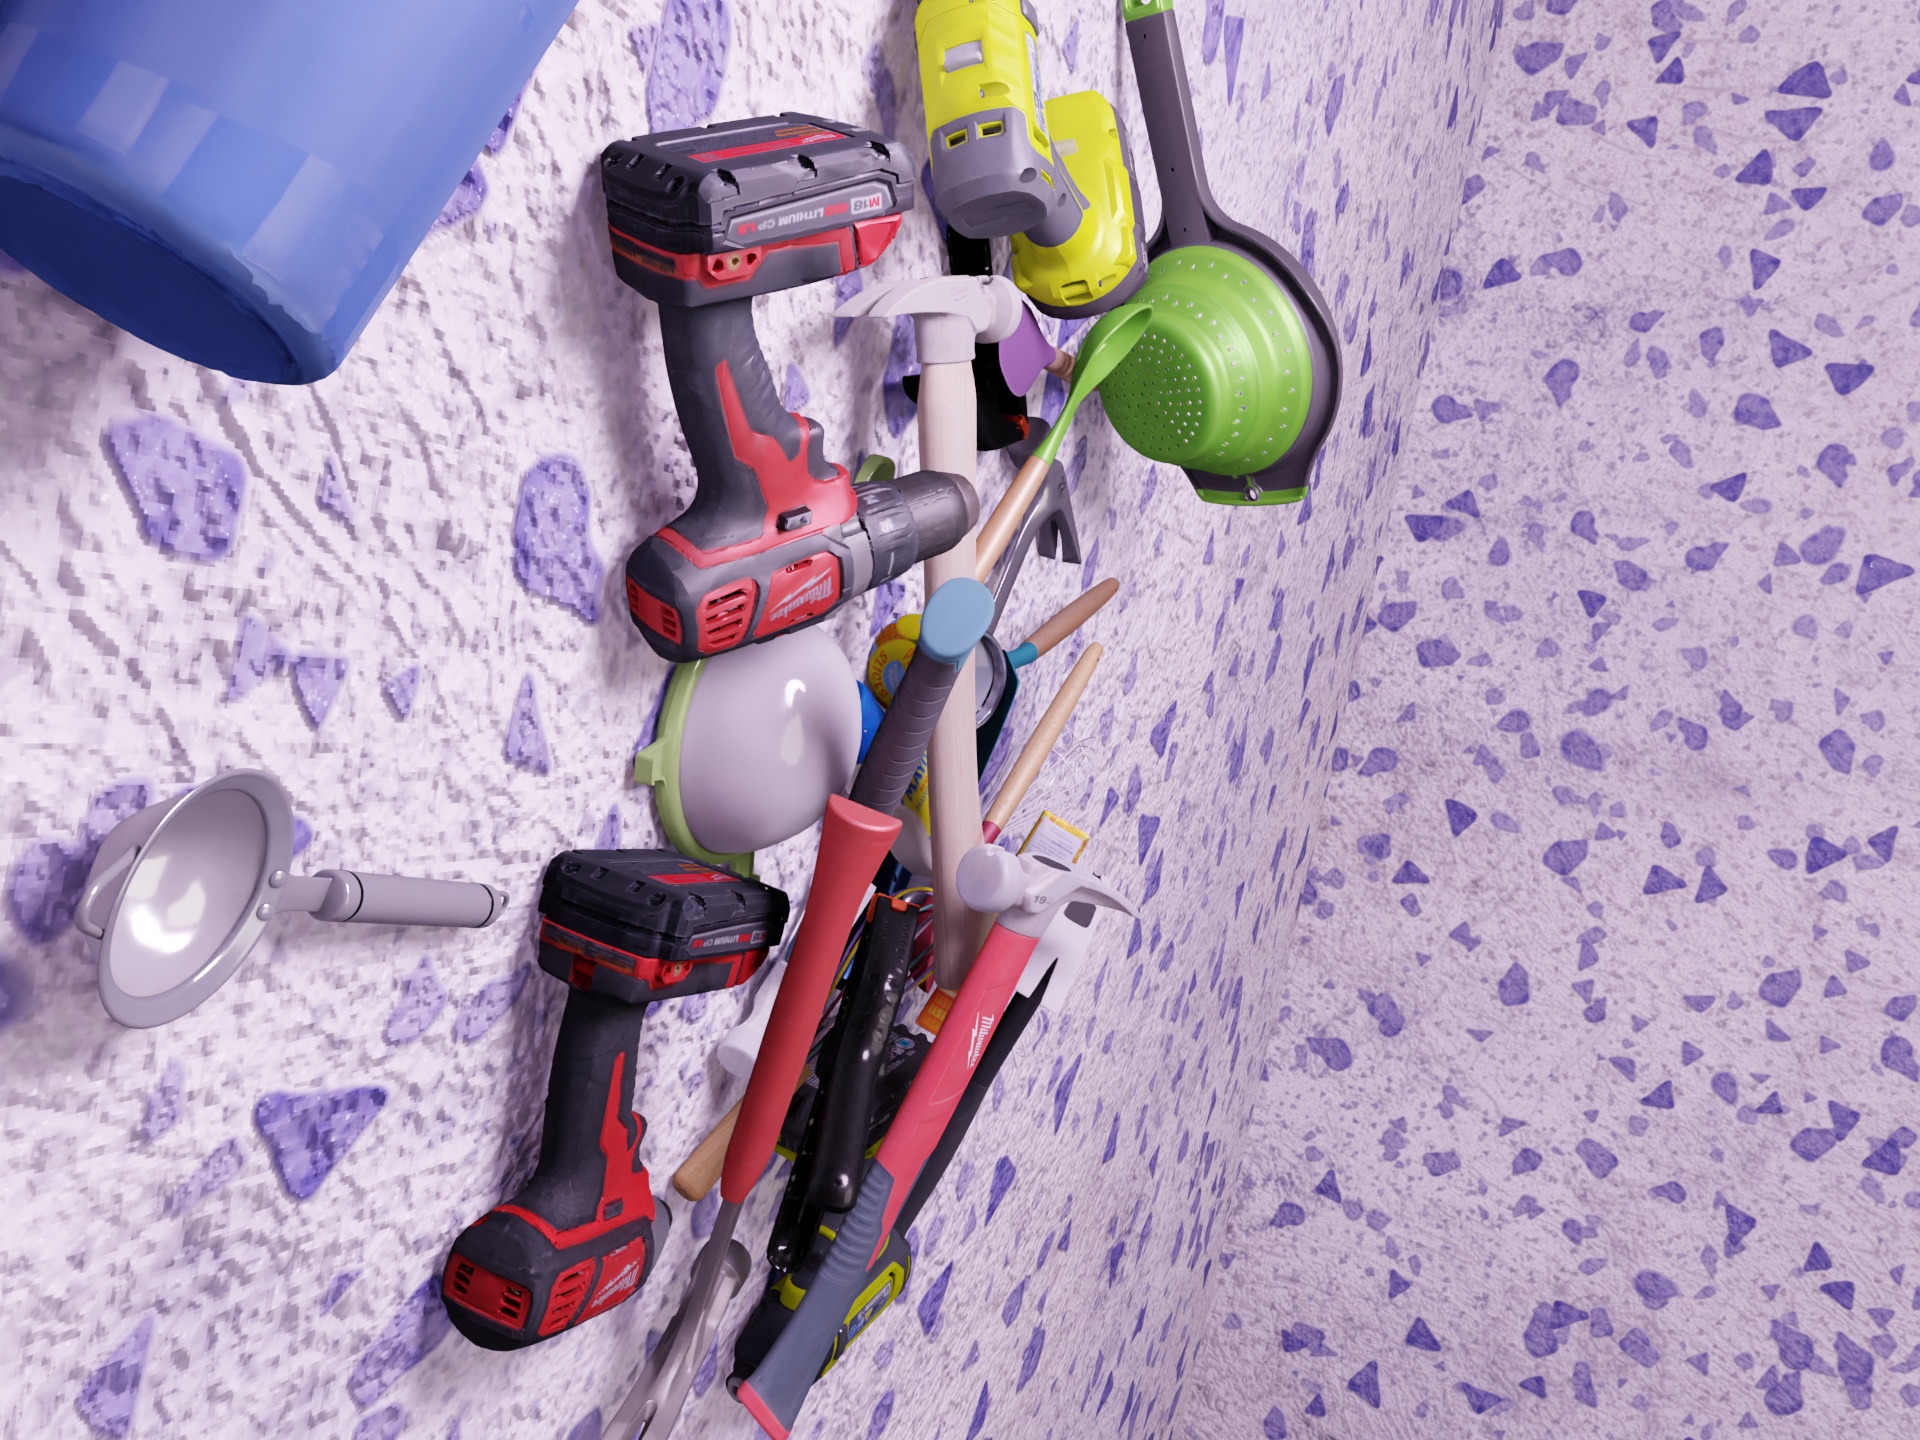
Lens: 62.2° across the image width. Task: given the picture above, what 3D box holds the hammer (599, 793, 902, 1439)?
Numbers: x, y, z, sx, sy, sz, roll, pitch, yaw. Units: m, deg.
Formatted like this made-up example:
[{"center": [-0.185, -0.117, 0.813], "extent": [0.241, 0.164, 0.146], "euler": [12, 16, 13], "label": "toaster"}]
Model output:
[{"center": [-0.101, 0.199, 0.796], "extent": [0.149, 0.037, 0.359], "euler": [-59, 170, -66], "label": "hammer"}]

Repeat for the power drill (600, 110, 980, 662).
[{"center": [-0.067, -0.148, 0.717], "extent": [0.188, 0.080, 0.226], "euler": [-24, 130, -33], "label": "power drill"}]

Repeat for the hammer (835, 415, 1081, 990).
[{"center": [-0.002, -0.003, 1.088], "extent": [0.144, 0.035, 0.406], "euler": [60, 47, -60], "label": "hammer"}]

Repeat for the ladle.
[{"center": [0.034, 0.056, 1.120], "extent": [0.315, 0.031, 0.069], "euler": [-58, 163, -33], "label": "ladle"}]

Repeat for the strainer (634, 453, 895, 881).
[{"center": [-0.071, -0.035, 0.852], "extent": [0.256, 0.069, 0.151], "euler": [-65, 156, -22], "label": "strainer"}]

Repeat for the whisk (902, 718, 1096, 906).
[{"center": [0.024, 0.073, 1.179], "extent": [0.284, 0.070, 0.070], "euler": [-38, 137, -50], "label": "whisk"}]

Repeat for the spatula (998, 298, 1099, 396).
[{"center": [0.063, -0.241, 1.076], "extent": [0.316, 0.018, 0.060], "euler": [-24, 116, -73], "label": "spatula"}]

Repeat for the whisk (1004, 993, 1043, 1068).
[{"center": [0.026, 0.192, 1.264], "extent": [0.059, 0.058, 0.246], "euler": [-105, -178, -50], "label": "whisk"}]

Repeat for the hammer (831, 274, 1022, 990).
[{"center": [-0.011, -0.037, 0.896], "extent": [0.146, 0.038, 0.410], "euler": [-27, 120, -57], "label": "hammer"}]

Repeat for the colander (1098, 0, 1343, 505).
[{"center": [0.148, -0.328, 1.142], "extent": [0.094, 0.205, 0.396], "euler": [-32, 115, -36], "label": "colander"}]

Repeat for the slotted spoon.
[{"center": [0.039, -0.150, 1.048], "extent": [0.314, 0.031, 0.070], "euler": [-59, 173, -11], "label": "slotted spoon"}]

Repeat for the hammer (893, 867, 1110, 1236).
[{"center": [0.007, 0.262, 1.114], "extent": [0.334, 0.035, 0.146], "euler": [-62, 175, 23], "label": "hammer"}]

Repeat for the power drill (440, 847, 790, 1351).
[{"center": [-0.160, 0.176, 0.757], "extent": [0.143, 0.078, 0.219], "euler": [12, 95, -68], "label": "power drill"}]

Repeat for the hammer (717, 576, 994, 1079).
[{"center": [-0.053, 0.057, 0.841], "extent": [0.128, 0.033, 0.330], "euler": [-58, 175, -48], "label": "hammer"}]

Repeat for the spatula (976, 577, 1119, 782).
[{"center": [0.066, -0.049, 1.118], "extent": [0.317, 0.044, 0.082], "euler": [-40, 156, -58], "label": "spatula"}]

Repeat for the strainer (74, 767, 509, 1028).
[{"center": [-0.230, 0.062, 0.564], "extent": [0.258, 0.050, 0.087], "euler": [32, 79, -73], "label": "strainer"}]

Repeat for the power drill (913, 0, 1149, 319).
[{"center": [0.036, -0.341, 0.898], "extent": [0.228, 0.080, 0.191], "euler": [18, 64, -69], "label": "power drill"}]

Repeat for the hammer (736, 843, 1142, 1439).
[{"center": [-0.022, 0.257, 0.950], "extent": [0.143, 0.038, 0.386], "euler": [19, 100, -47], "label": "hammer"}]

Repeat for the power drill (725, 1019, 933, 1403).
[{"center": [-0.084, 0.317, 1.024], "extent": [0.171, 0.080, 0.223], "euler": [-26, 129, -57], "label": "power drill"}]

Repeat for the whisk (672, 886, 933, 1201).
[{"center": [-0.080, 0.190, 0.951], "extent": [0.245, 0.051, 0.047], "euler": [-46, 130, -30], "label": "whisk"}]
